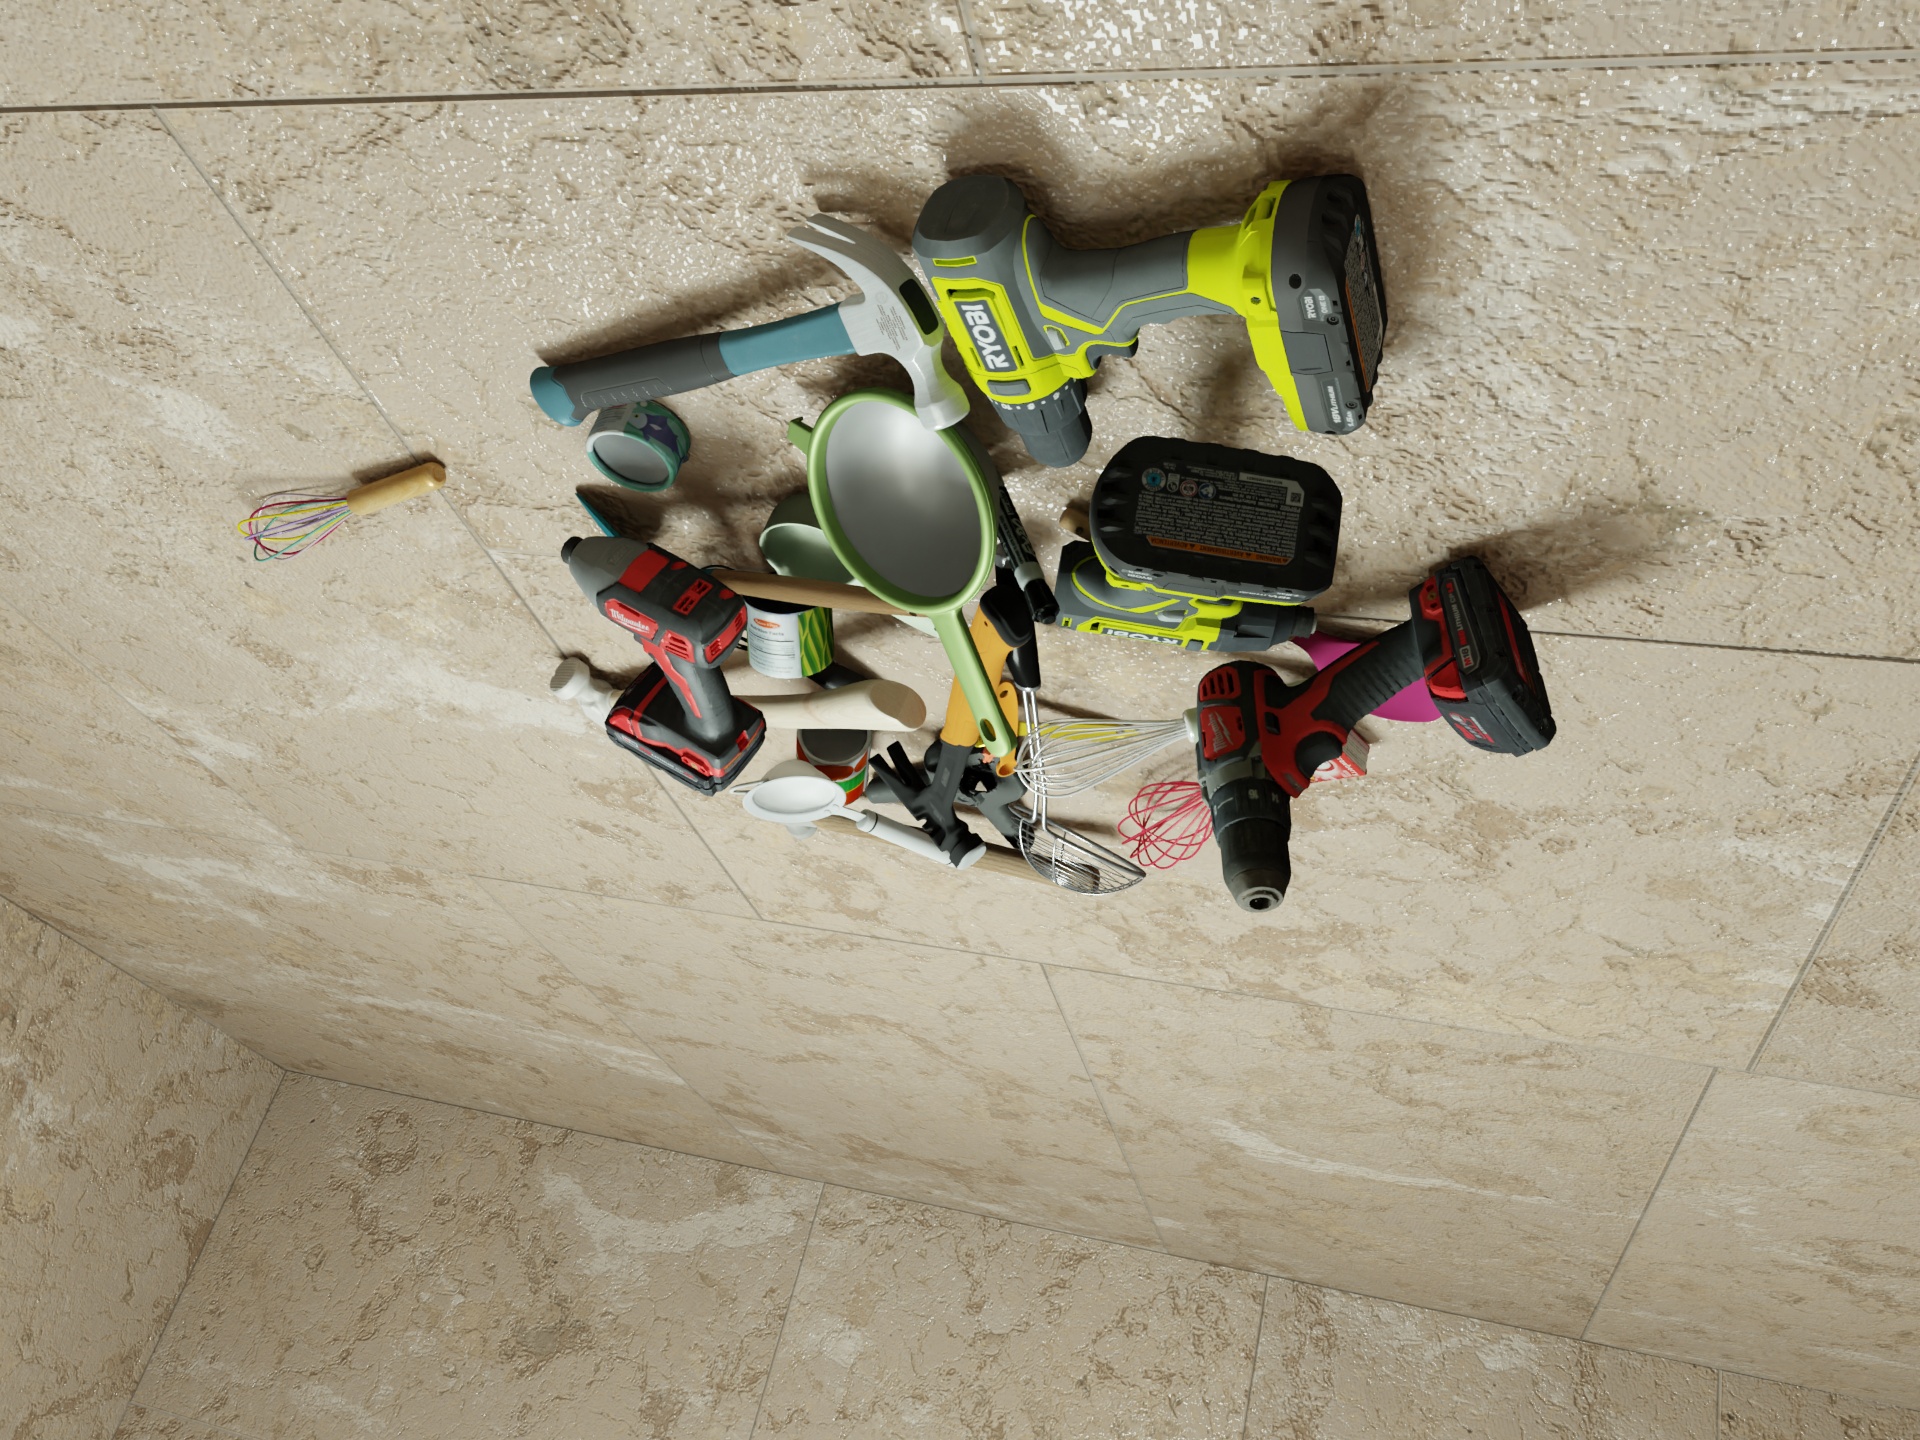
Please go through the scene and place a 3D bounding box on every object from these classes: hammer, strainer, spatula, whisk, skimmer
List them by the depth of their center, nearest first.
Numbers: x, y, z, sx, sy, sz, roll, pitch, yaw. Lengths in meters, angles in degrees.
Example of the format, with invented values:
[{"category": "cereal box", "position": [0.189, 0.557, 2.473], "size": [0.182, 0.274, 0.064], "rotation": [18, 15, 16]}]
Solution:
[{"category": "hammer", "position": [-0.148, -0.221, 0.973], "size": [0.331, 0.033, 0.128], "rotation": [-1, 124, 38]}, {"category": "strainer", "position": [-0.002, -0.102, 1.026], "size": [0.151, 0.069, 0.256], "rotation": [-4, 116, 45]}, {"category": "spatula", "position": [-0.151, -0.109, 1.143], "size": [0.318, 0.044, 0.082], "rotation": [11, 151, 28]}, {"category": "whisk", "position": [0.158, 0.006, 1.155], "size": [0.246, 0.058, 0.059], "rotation": [-14, -174, 3]}, {"category": "hammer", "position": [-0.002, -0.004, 1.222], "size": [0.127, 0.034, 0.336], "rotation": [49, 153, 17]}, {"category": "skimmer", "position": [0.078, 0.002, 1.232], "size": [0.127, 0.090, 0.362], "rotation": [29, 143, 37]}, {"category": "whisk", "position": [0.195, 0.061, 1.264], "size": [0.073, 0.073, 0.295], "rotation": [21, 157, -8]}, {"category": "whisk", "position": [-0.498, -0.169, 1.270], "size": [0.245, 0.051, 0.047], "rotation": [-9, 137, 34]}, {"category": "whisk", "position": [-0.127, -0.054, 1.283], "size": [0.055, 0.055, 0.238], "rotation": [-12, 146, 41]}, {"category": "hammer", "position": [-0.178, -0.004, 1.338], "size": [0.411, 0.038, 0.146], "rotation": [1, 151, 44]}, {"category": "strainer", "position": [-0.088, 0.082, 1.367], "size": [0.258, 0.050, 0.087], "rotation": [25, 139, -33]}, {"category": "hammer", "position": [-0.032, 0.112, 1.484], "size": [0.331, 0.031, 0.130], "rotation": [12, 164, 18]}]

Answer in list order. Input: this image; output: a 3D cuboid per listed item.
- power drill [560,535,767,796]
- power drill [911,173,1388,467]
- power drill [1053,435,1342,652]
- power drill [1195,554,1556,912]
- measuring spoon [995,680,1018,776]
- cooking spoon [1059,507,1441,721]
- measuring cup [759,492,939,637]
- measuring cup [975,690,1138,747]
[{"category": "power drill", "position": [-0.219, -0.047, 1.174], "size": [0.143, 0.078, 0.219], "rotation": [28, 152, 16]}, {"category": "power drill", "position": [0.104, -0.207, 0.855], "size": [0.228, 0.080, 0.190], "rotation": [4, 149, 26]}, {"category": "power drill", "position": [0.147, -0.092, 0.960], "size": [0.171, 0.080, 0.223], "rotation": [9, 171, 2]}, {"category": "power drill", "position": [0.253, 0.013, 1.017], "size": [0.226, 0.188, 0.080], "rotation": [-26, 132, 29]}, {"category": "measuring spoon", "position": [0.035, 0.005, 1.276], "size": [0.021, 0.011, 0.116], "rotation": [-19, 141, -12]}, {"category": "cooking spoon", "position": [0.209, -0.073, 1.096], "size": [0.318, 0.017, 0.068], "rotation": [24, 137, -14]}, {"category": "measuring cup", "position": [-0.067, -0.111, 1.155], "size": [0.167, 0.038, 0.083], "rotation": [30, 149, -27]}, {"category": "measuring cup", "position": [0.067, -0.003, 1.296], "size": [0.156, 0.029, 0.062], "rotation": [4, 143, -2]}]
